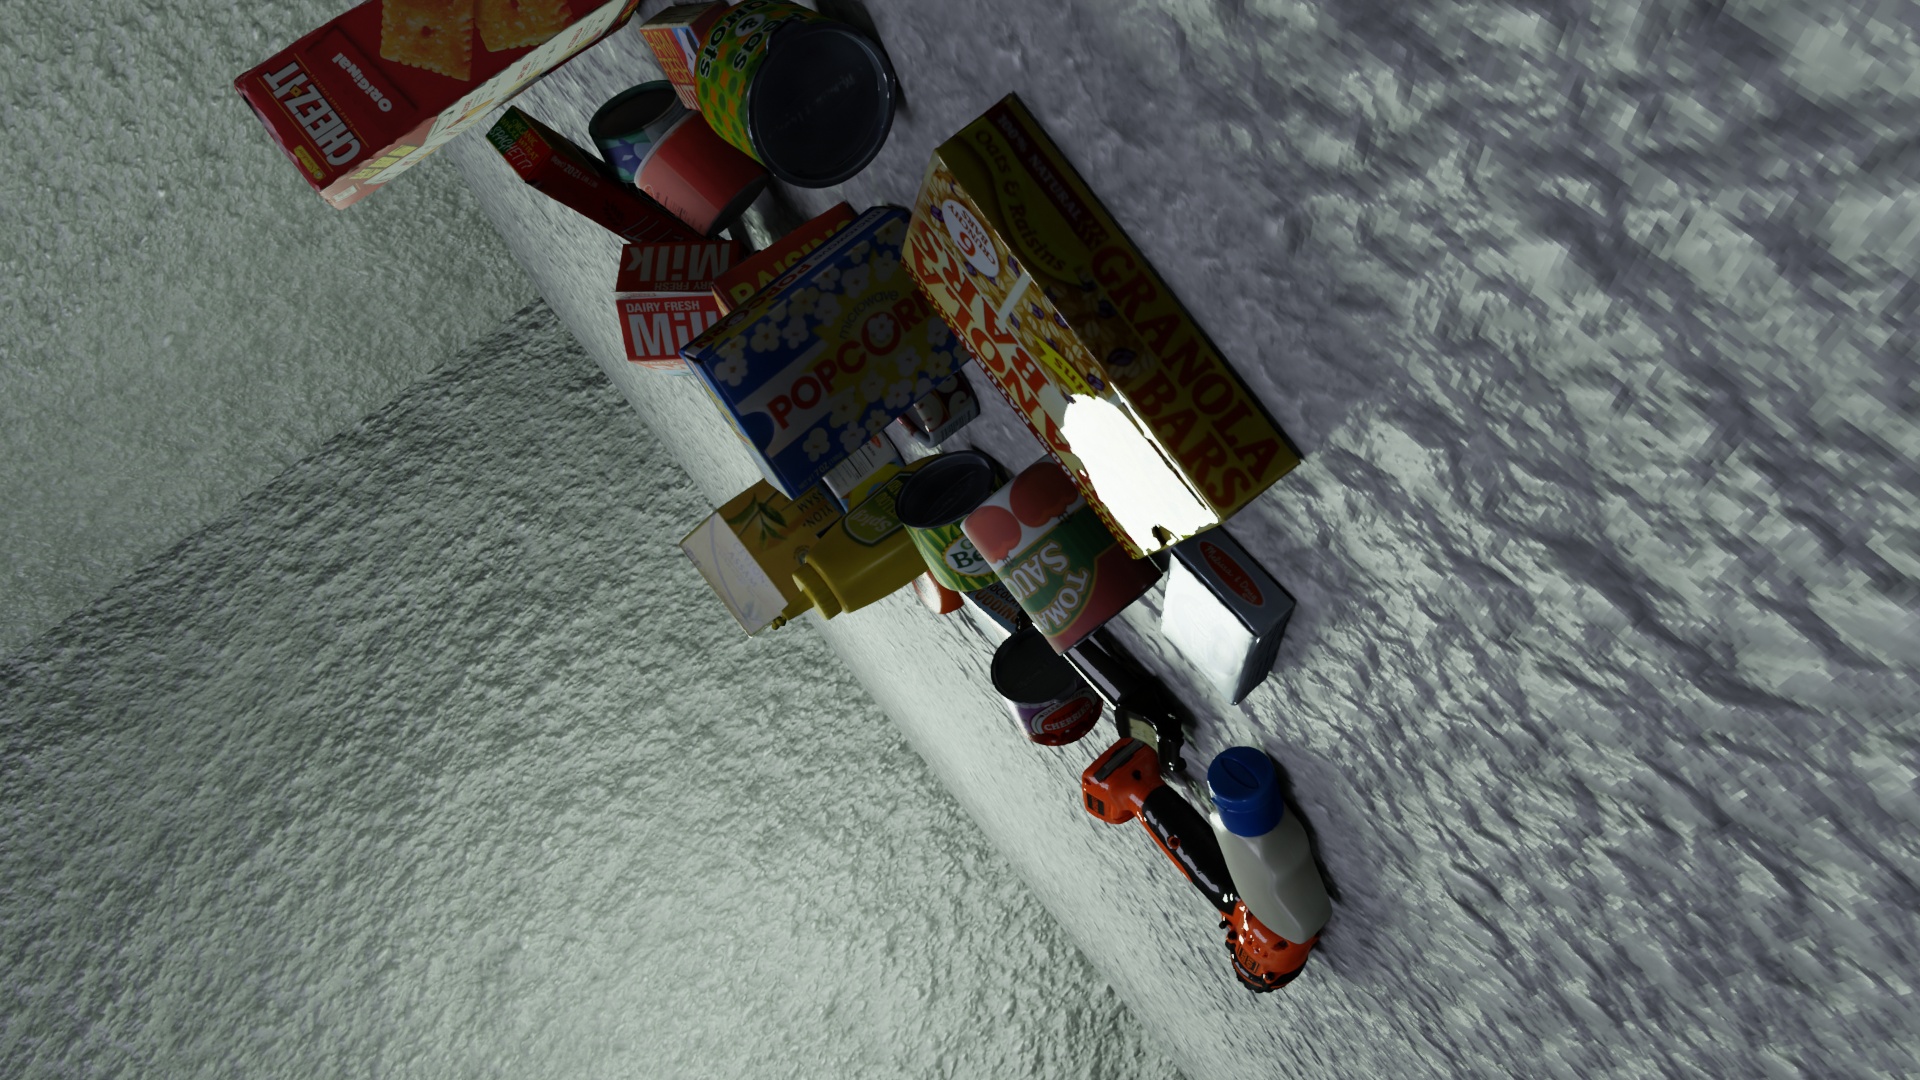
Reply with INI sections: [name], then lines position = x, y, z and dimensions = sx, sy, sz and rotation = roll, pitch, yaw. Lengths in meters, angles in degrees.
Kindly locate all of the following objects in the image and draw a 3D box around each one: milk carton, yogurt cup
[milk carton]
position = -0.165, -0.145, 0.874
dimensions = 0.190, 0.072, 0.073
rotation = -120, 28, -86
[yogurt cup]
position = -0.151, -0.217, 0.825
dimensions = 0.054, 0.072, 0.072
rotation = 45, 170, -6

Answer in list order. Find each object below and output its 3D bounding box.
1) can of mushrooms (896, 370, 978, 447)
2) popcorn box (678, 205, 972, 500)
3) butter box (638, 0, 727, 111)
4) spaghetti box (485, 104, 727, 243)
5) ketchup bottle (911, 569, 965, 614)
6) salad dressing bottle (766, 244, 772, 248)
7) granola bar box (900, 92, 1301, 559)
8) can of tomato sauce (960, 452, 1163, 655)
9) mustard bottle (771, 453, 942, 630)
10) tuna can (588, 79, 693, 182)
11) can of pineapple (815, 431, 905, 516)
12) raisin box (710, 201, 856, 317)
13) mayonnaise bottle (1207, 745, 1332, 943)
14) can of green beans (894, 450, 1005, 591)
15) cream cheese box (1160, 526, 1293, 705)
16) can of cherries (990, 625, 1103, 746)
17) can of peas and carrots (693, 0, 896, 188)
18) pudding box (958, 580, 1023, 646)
[can of mushrooms]
position = -0.024, -0.089, 0.789
dimensions = 0.071, 0.033, 0.071
rotation = 50, 170, 13
[popcorn box]
position = -0.061, -0.093, 0.679
dimensions = 0.038, 0.127, 0.085
rotation = 28, 154, 55
[butter box]
position = -0.136, -0.256, 0.738
dimensions = 0.053, 0.024, 0.103
rotation = 59, 167, -29
[spaghetti box]
position = -0.216, -0.219, 0.940
dimensions = 0.050, 0.028, 0.250
rotation = 48, -169, 23
[ketchup bottle]
position = -0.018, 0.007, 1.045
dimensions = 0.065, 0.043, 0.148
rotation = 60, 171, 17
[salad dressing bottle]
position = -0.104, -0.141, 0.929
dimensions = 0.064, 0.044, 0.147
rotation = 53, 169, 23
[granola bar box]
position = 0.045, -0.073, 0.537
dimensions = 0.165, 0.039, 0.124
rotation = 52, 169, 1
[can of tomato sauce]
position = 0.049, 0.006, 0.694
dimensions = 0.083, 0.071, 0.071
rotation = 52, 169, 4
[mustard bottle]
position = -0.059, 0.008, 0.907
dimensions = 0.065, 0.160, 0.048
rotation = 39, 162, 44
[tuna can]
position = -0.200, -0.259, 0.877
dimensions = 0.071, 0.071, 0.032
rotation = 41, 163, 44
[can of pineapple]
position = -0.083, -0.058, 1.067
dimensions = 0.071, 0.058, 0.071
rotation = 49, 169, 13
[raisin box]
position = -0.086, -0.127, 0.783
dimensions = 0.040, 0.086, 0.123
rotation = 54, 170, 14
[mayonnaise bottle]
position = 0.174, 0.172, 0.795
dimensions = 0.065, 0.041, 0.147
rotation = 39, 162, 44
[can of green beans]
position = 0.002, -0.011, 0.842
dimensions = 0.071, 0.071, 0.057
rotation = 38, 163, 51
[cream cheese box]
position = 0.117, 0.035, 0.624
dimensions = 0.053, 0.024, 0.103
rotation = 48, 169, 21
[can of cherries]
position = 0.061, 0.102, 0.956
dimensions = 0.072, 0.071, 0.058
rotation = 42, 165, 42
[can of peas and carrots]
position = -0.070, -0.188, 0.573
dimensions = 0.059, 0.071, 0.070
rotation = 42, 165, 45
[pudding box]
position = 0.037, 0.060, 1.024
dimensions = 0.084, 0.030, 0.049
rotation = 39, 162, 49
